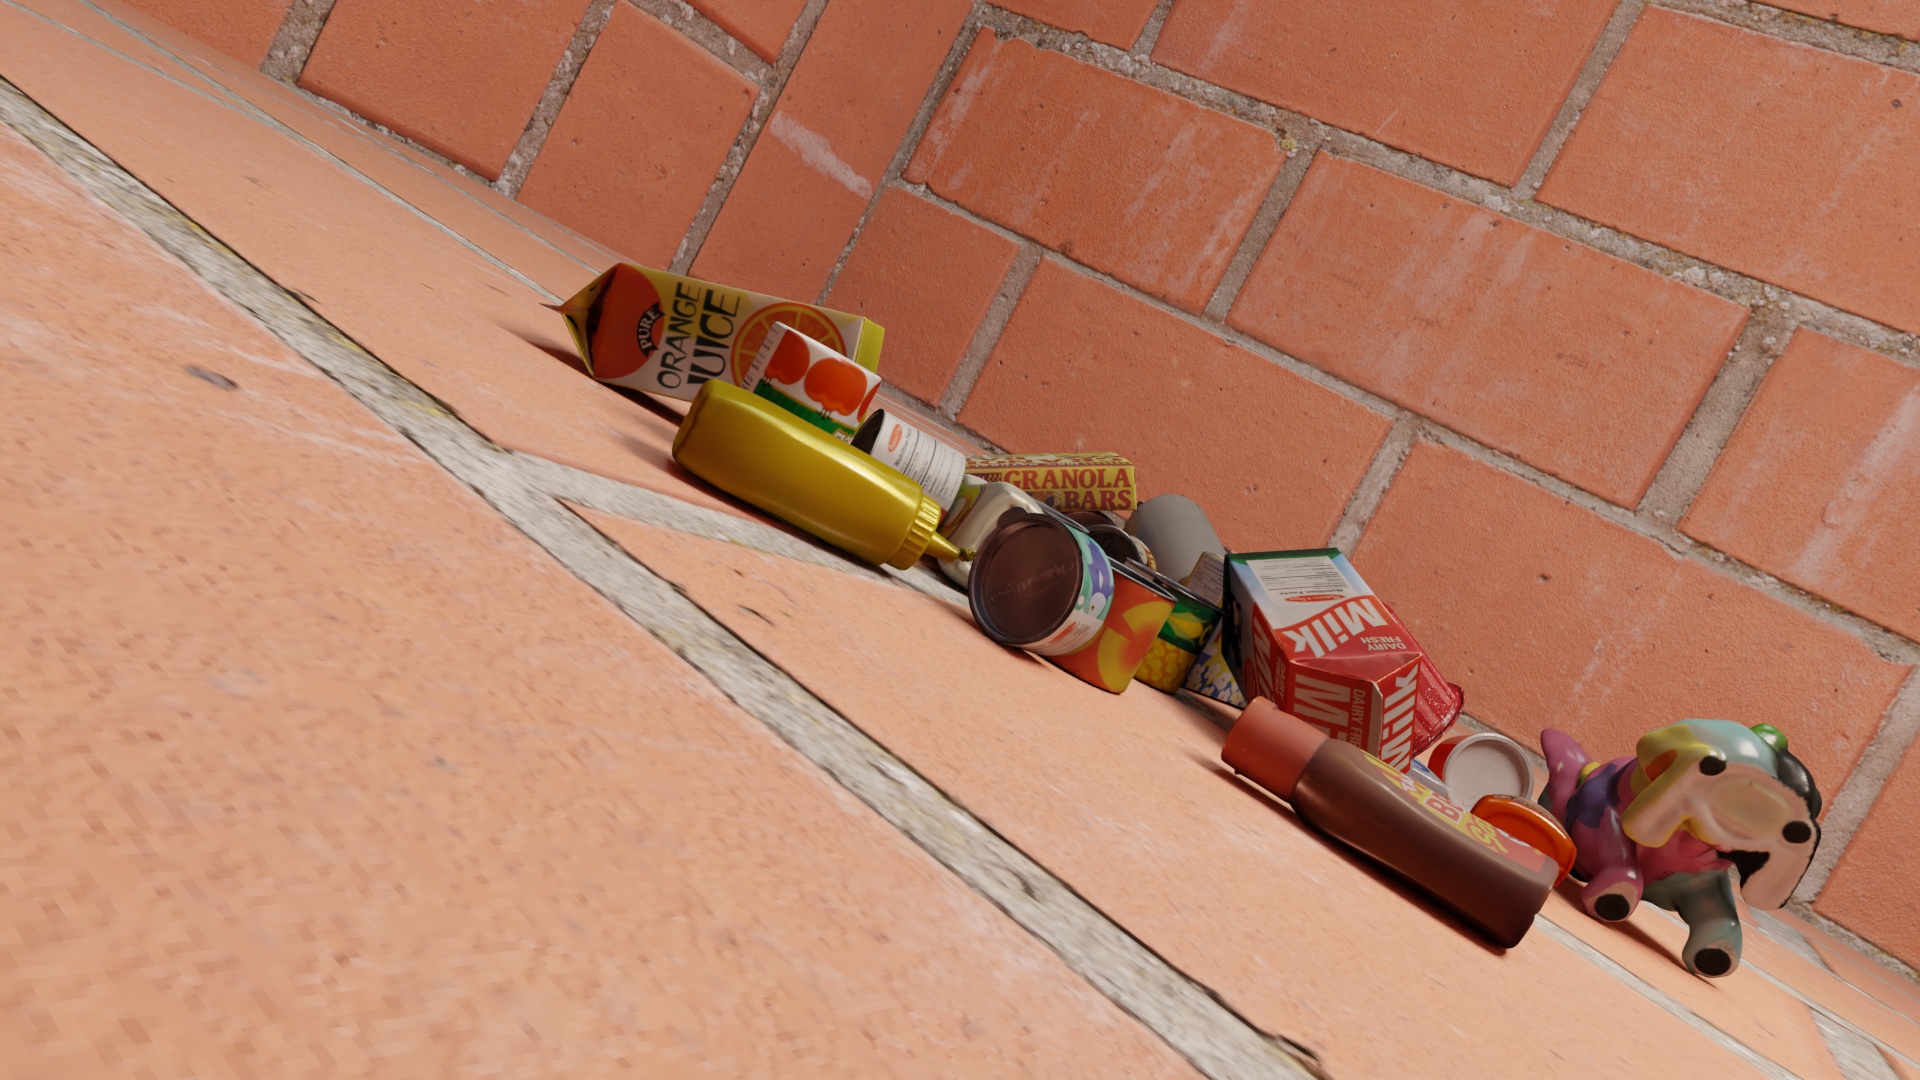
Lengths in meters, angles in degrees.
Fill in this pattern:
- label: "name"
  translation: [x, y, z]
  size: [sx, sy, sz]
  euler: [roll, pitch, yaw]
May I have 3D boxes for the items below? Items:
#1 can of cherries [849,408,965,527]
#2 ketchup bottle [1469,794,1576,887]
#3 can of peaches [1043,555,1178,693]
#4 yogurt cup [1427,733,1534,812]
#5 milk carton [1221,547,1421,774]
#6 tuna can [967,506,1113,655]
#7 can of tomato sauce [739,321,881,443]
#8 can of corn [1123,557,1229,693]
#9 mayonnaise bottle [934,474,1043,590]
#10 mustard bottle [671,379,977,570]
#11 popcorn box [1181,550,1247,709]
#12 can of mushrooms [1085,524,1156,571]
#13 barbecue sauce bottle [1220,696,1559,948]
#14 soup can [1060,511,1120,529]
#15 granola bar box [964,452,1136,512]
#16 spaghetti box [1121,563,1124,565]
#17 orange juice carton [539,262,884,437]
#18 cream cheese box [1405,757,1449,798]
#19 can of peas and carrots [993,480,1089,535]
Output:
- label: "can of cherries"
  translation: [-0.039, -0.035, 0.823]
  size: [0.058, 0.071, 0.071]
  euler: [28, 5, -17]
- label: "ketchup bottle"
  translation: [0.360, 0.189, 0.892]
  size: [0.065, 0.043, 0.149]
  euler: [31, 5, 24]
- label: "can of peaches"
  translation: [0.069, 0.039, 0.724]
  size: [0.071, 0.058, 0.071]
  euler: [29, 6, -3]
- label: "yogurt cup"
  translation: [0.386, 0.176, 1.042]
  size: [0.072, 0.072, 0.054]
  euler: [29, -3, -1]
- label: "milk carton"
  translation: [0.204, 0.073, 0.784]
  size: [0.073, 0.072, 0.191]
  euler: [-3, 21, -2]
- label: "tuna can"
  translation: [0.039, 0.020, 0.682]
  size: [0.071, 0.071, 0.033]
  euler: [33, 5, 38]
- label: "can of tomato sauce"
  translation: [-0.088, -0.065, 0.746]
  size: [0.071, 0.083, 0.071]
  euler: [28, 5, -3]
- label: "can of corn"
  translation: [0.117, 0.052, 0.836]
  size: [0.071, 0.058, 0.071]
  euler: [29, 5, -3]
- label: "mayonnaise bottle"
  translation: [0.003, -0.010, 0.836]
  size: [0.041, 0.065, 0.148]
  euler: [37, -1, -18]
- label: "mustard bottle"
  translation: [-0.061, -0.023, 0.680]
  size: [0.160, 0.048, 0.065]
  euler: [28, 6, -15]
- label: "popcorn box"
  translation: [0.188, 0.065, 0.935]
  size: [0.126, 0.085, 0.038]
  euler: [23, 6, -46]
- label: "can of mushrooms"
  translation: [0.106, 0.025, 0.987]
  size: [0.071, 0.071, 0.033]
  euler: [32, 4, 31]
- label: "barbecue sauce bottle"
  translation: [0.190, 0.124, 0.628]
  size: [0.149, 0.043, 0.065]
  euler: [31, 6, 23]
- label: "soup can"
  translation: [0.101, 0.004, 1.152]
  size: [0.071, 0.071, 0.084]
  euler: [29, 5, 5]
- label: "granola bar box"
  translation: [0.050, -0.048, 1.119]
  size: [0.166, 0.039, 0.124]
  euler: [-2, 8, -3]
- label: "spaghetti box"
  translation: [0.143, 0.060, 0.944]
  size: [0.250, 0.050, 0.029]
  euler: [24, 8, -46]
- label: "orange juice carton"
  translation: [-0.151, -0.118, 0.840]
  size: [0.193, 0.073, 0.072]
  euler: [13, 4, 5]
- label: "cream cheese box"
  translation: [0.302, 0.159, 0.969]
  size: [0.053, 0.024, 0.104]
  euler: [31, 6, 5]
- label: "can of peas and carrots"
  translation: [0.039, 0.002, 0.899]
  size: [0.071, 0.058, 0.071]
  euler: [28, 5, -3]
